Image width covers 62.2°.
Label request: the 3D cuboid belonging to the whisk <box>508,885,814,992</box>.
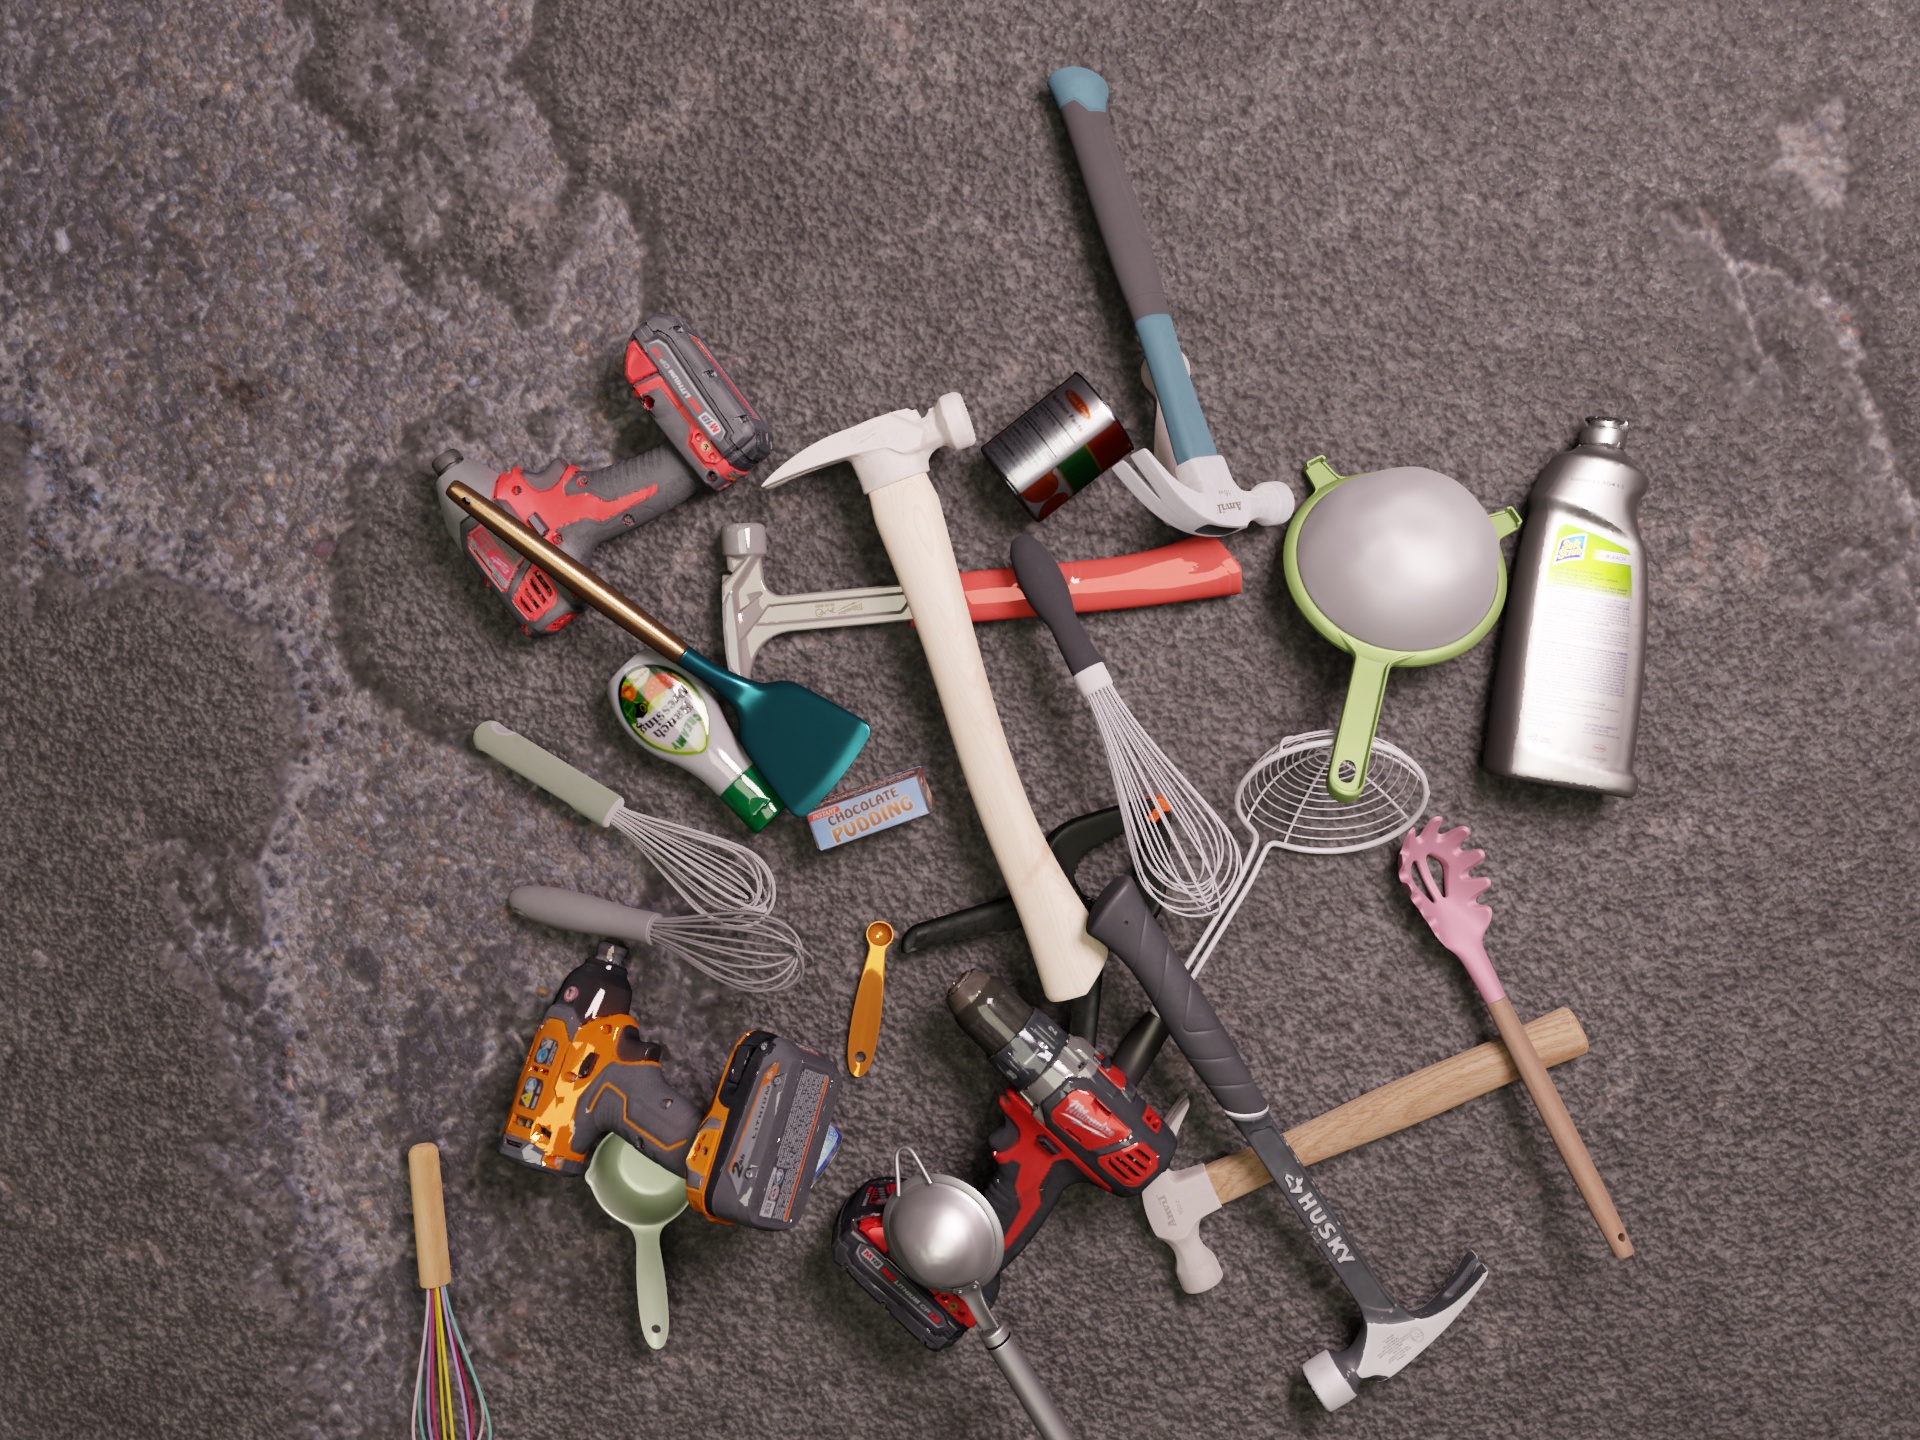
[{"bbox_3d":[-0.211,0.144,1.099,0.239,0.055,0.055,9,94,20],"label":"whisk"}]

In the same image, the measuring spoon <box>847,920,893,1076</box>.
[{"bbox_3d":[-0.065,0.199,1.141,0.021,0.011,0.117,9,97,1],"label":"measuring spoon"}]

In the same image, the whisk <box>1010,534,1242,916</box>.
[{"bbox_3d":[0.102,0.002,1.055,0.070,0.070,0.285,-27,82,3],"label":"whisk"}]

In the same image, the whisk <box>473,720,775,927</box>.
[{"bbox_3d":[-0.238,0.070,1.119,0.246,0.058,0.059,31,102,4],"label":"whisk"}]

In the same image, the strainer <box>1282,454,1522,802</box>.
[{"bbox_3d":[0.278,-0.070,1.027,0.151,0.069,0.256,17,64,6],"label":"strainer"}]

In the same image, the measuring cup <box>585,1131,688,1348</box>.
[{"bbox_3d":[-0.220,0.364,1.141,0.083,0.038,0.167,-3,96,2],"label":"measuring cup"}]

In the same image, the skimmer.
[{"bbox_3d":[0.183,0.163,1.089,0.127,0.090,0.363,28,96,-26],"label":"skimmer"}]

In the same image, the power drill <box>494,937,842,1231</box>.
[{"bbox_3d":[-0.198,0.242,1.072,0.226,0.084,0.164,7,72,29],"label":"power drill"}]

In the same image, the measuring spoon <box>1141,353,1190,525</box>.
[{"bbox_3d":[0.145,-0.197,1.103,0.034,0.018,0.124,-3,94,1],"label":"measuring spoon"}]

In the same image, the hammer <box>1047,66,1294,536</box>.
[{"bbox_3d":[0.125,-0.281,1.065,0.128,0.033,0.331,-13,83,-37],"label":"hammer"}]

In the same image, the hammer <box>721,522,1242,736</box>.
[{"bbox_3d":[0.014,-0.077,1.106,0.359,0.037,0.149,-5,94,2],"label":"hammer"}]

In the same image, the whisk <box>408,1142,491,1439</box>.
[{"bbox_3d":[-0.375,0.428,1.147,0.051,0.047,0.245,-5,90,3],"label":"whisk"}]

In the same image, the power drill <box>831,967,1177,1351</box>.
[{"bbox_3d":[0.011,0.297,1.093,0.188,0.080,0.226,44,102,-1],"label":"power drill"}]

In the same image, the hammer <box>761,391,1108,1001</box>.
[{"bbox_3d":[-0.002,-0.003,1.075,0.146,0.038,0.410,-19,93,5],"label":"hammer"}]

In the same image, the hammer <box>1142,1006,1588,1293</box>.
[{"bbox_3d":[0.282,0.281,1.124,0.331,0.031,0.130,-24,93,3],"label":"hammer"}]

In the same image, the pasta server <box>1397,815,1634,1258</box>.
[{"bbox_3d":[0.382,0.216,1.086,0.060,0.040,0.316,-23,80,-12],"label":"pasta server"}]

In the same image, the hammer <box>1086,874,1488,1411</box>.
[{"bbox_3d":[0.209,0.277,1.081,0.149,0.036,0.409,-33,100,1],"label":"hammer"}]

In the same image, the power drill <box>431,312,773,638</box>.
[{"bbox_3d":[-0.251,-0.173,1.089,0.219,0.078,0.143,-37,92,7],"label":"power drill"}]

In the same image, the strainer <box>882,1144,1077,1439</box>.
[{"bbox_3d":[0.019,0.400,1.050,0.087,0.050,0.258,-28,97,24],"label":"strainer"}]

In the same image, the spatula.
[{"bbox_3d":[-0.207,-0.058,1.060,0.317,0.044,0.082,36,101,-13],"label":"spatula"}]
